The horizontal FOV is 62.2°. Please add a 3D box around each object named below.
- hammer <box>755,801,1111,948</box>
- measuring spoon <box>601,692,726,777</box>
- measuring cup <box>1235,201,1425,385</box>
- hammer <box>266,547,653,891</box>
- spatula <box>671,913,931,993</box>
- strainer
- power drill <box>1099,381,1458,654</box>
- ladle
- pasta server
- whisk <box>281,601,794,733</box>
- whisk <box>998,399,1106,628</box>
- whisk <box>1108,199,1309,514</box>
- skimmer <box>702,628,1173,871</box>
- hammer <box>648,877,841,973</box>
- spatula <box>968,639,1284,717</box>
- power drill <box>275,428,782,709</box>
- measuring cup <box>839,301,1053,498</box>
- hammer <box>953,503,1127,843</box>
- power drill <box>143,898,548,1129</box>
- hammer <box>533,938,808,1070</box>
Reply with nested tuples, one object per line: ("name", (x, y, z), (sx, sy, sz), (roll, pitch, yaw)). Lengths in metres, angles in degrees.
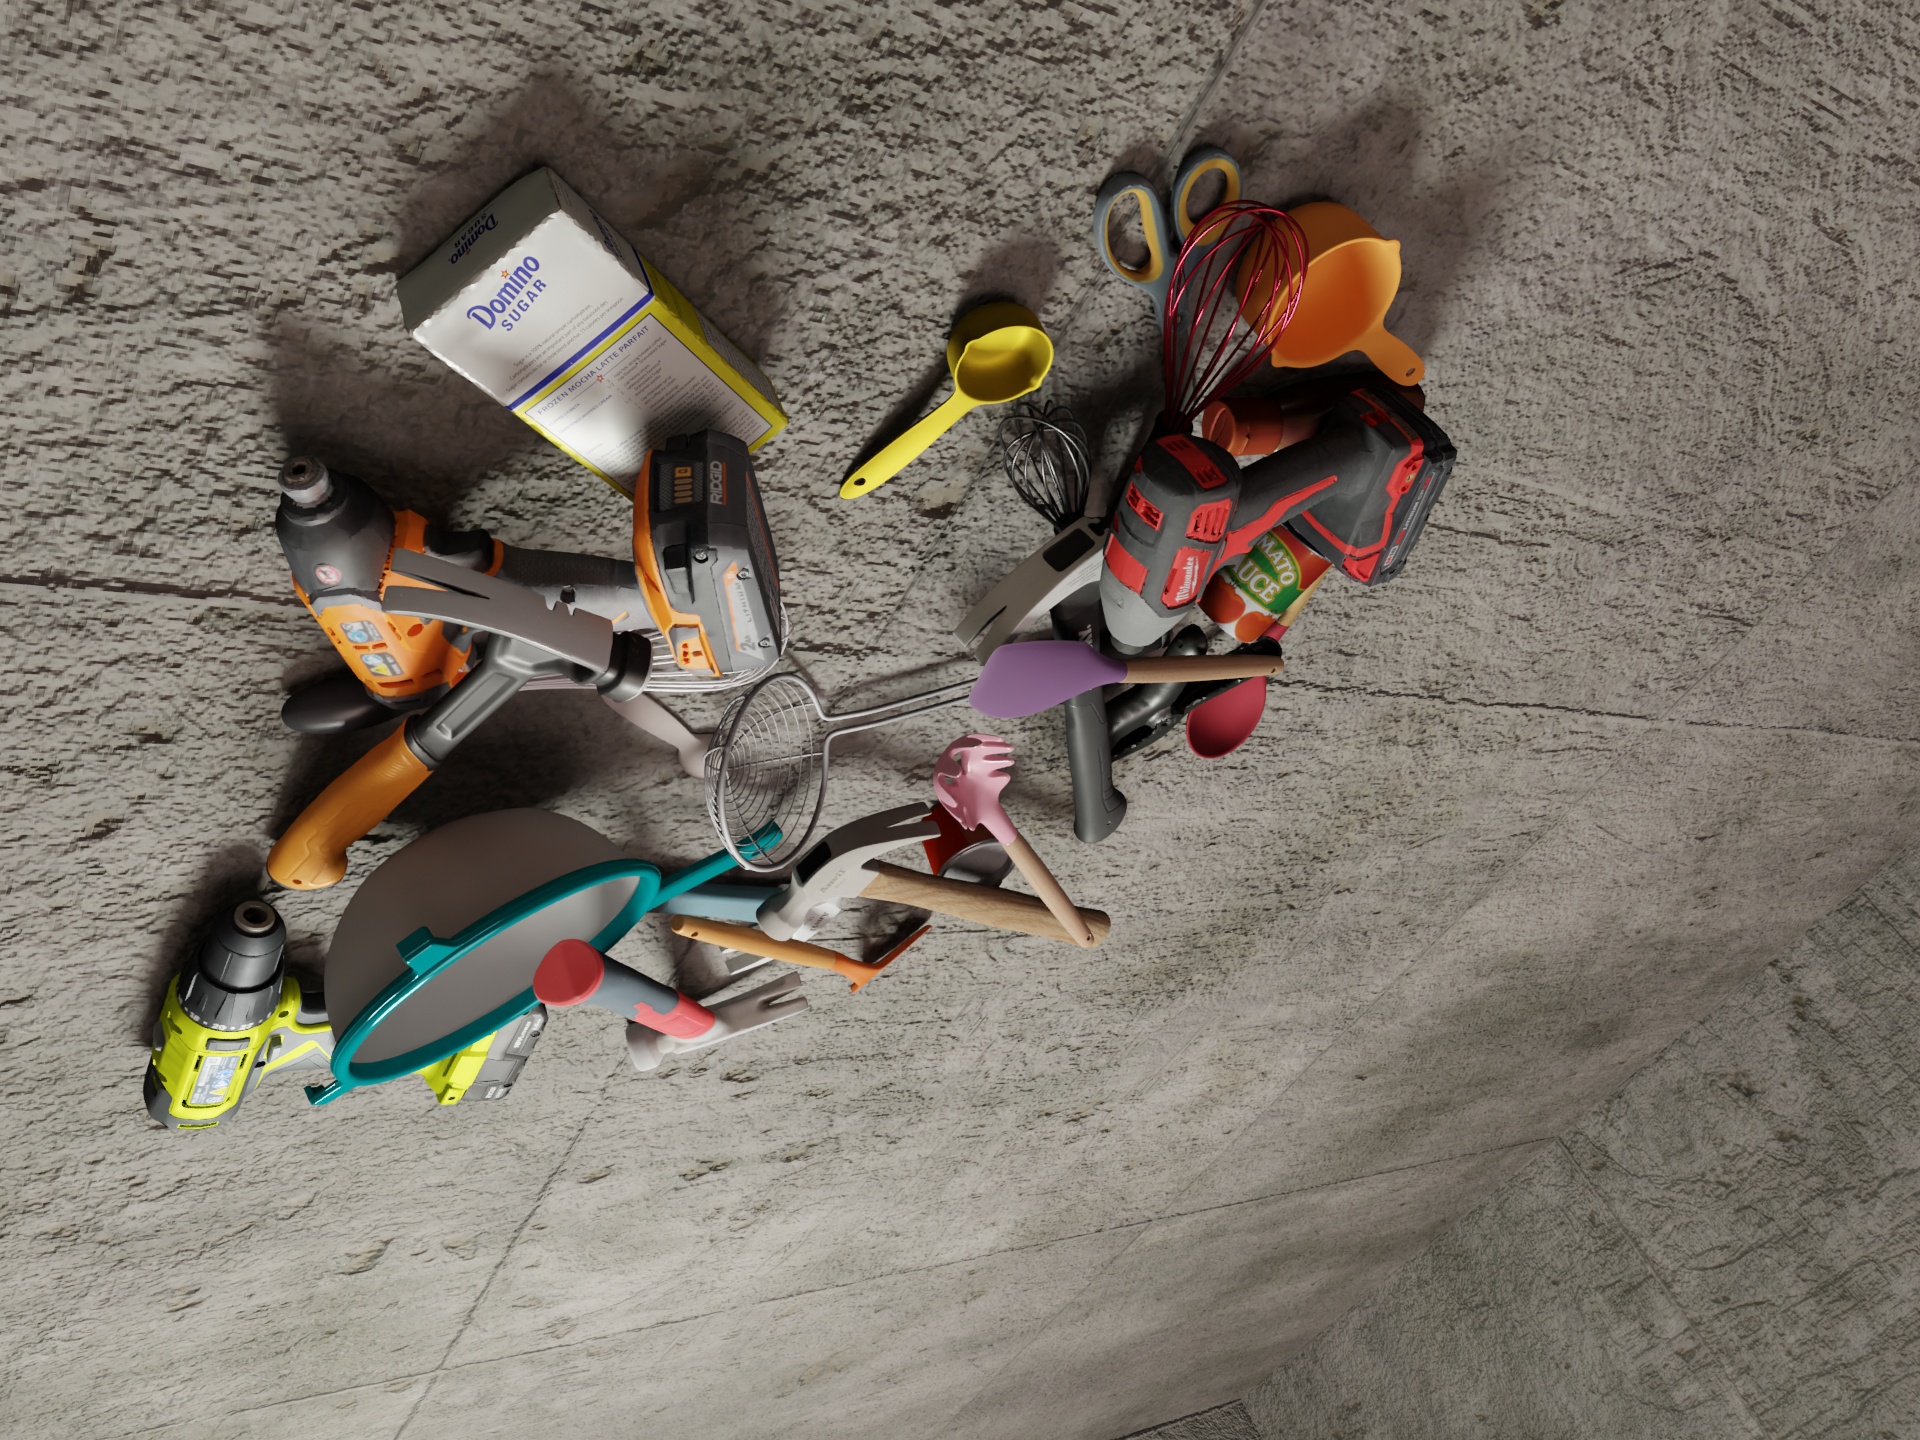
("hammer", (0.007, 0.133, 1.191), (0.331, 0.031, 0.130), (19, 123, -47))
("measuring spoon", (-0.186, 0.008, 1.005), (0.034, 0.018, 0.124), (-35, 144, 9))
("measuring cup", (0.229, -0.247, 0.952), (0.095, 0.052, 0.173), (-45, 146, 21))
("hammer", (-0.298, 0.019, 0.832), (0.127, 0.034, 0.337), (22, 143, -33))
("spatula", (-0.117, 0.169, 1.197), (0.081, 0.041, 0.322), (-41, 150, 12))
("strainer", (-0.250, 0.097, 0.979), (0.340, 0.095, 0.211), (-25, 163, -49))
("power drill", (0.179, -0.116, 0.948), (0.219, 0.079, 0.143), (-19, 144, -29))
("ladle", (0.251, -0.094, 1.180), (0.069, 0.031, 0.315), (4, 132, -29))
("pasta server", (0.049, 0.097, 1.133), (0.060, 0.040, 0.315), (-54, 144, -14))
("whisk", (-0.233, -0.031, 0.899), (0.284, 0.070, 0.070), (-12, 142, -16))
("whisk", (0.067, -0.121, 1.002), (0.055, 0.055, 0.238), (-28, 150, -2))
("whisk", (0.132, -0.186, 0.931), (0.073, 0.073, 0.295), (-15, 155, -19))
("skimmer", (-0.002, -0.003, 1.058), (0.363, 0.090, 0.127), (-17, 117, -20))
("hammer", (-0.220, 0.120, 1.110), (0.330, 0.033, 0.128), (12, 127, -43))
("spatula", (0.119, -0.031, 1.040), (0.315, 0.018, 0.059), (-5, 132, -45))
("power drill", (-0.211, -0.079, 0.779), (0.226, 0.084, 0.164), (-6, 149, 1))
("measuring cup", (-0.015, -0.179, 0.895), (0.156, 0.029, 0.062), (-35, 147, 28))
("hammer", (0.080, -0.008, 1.077), (0.146, 0.035, 0.334), (-34, 149, -14))
("power drill", (-0.394, 0.187, 1.034), (0.228, 0.080, 0.190), (6, 133, -36))
("hammer", (-0.198, 0.188, 1.088), (0.143, 0.038, 0.386), (-19, 164, -3))
